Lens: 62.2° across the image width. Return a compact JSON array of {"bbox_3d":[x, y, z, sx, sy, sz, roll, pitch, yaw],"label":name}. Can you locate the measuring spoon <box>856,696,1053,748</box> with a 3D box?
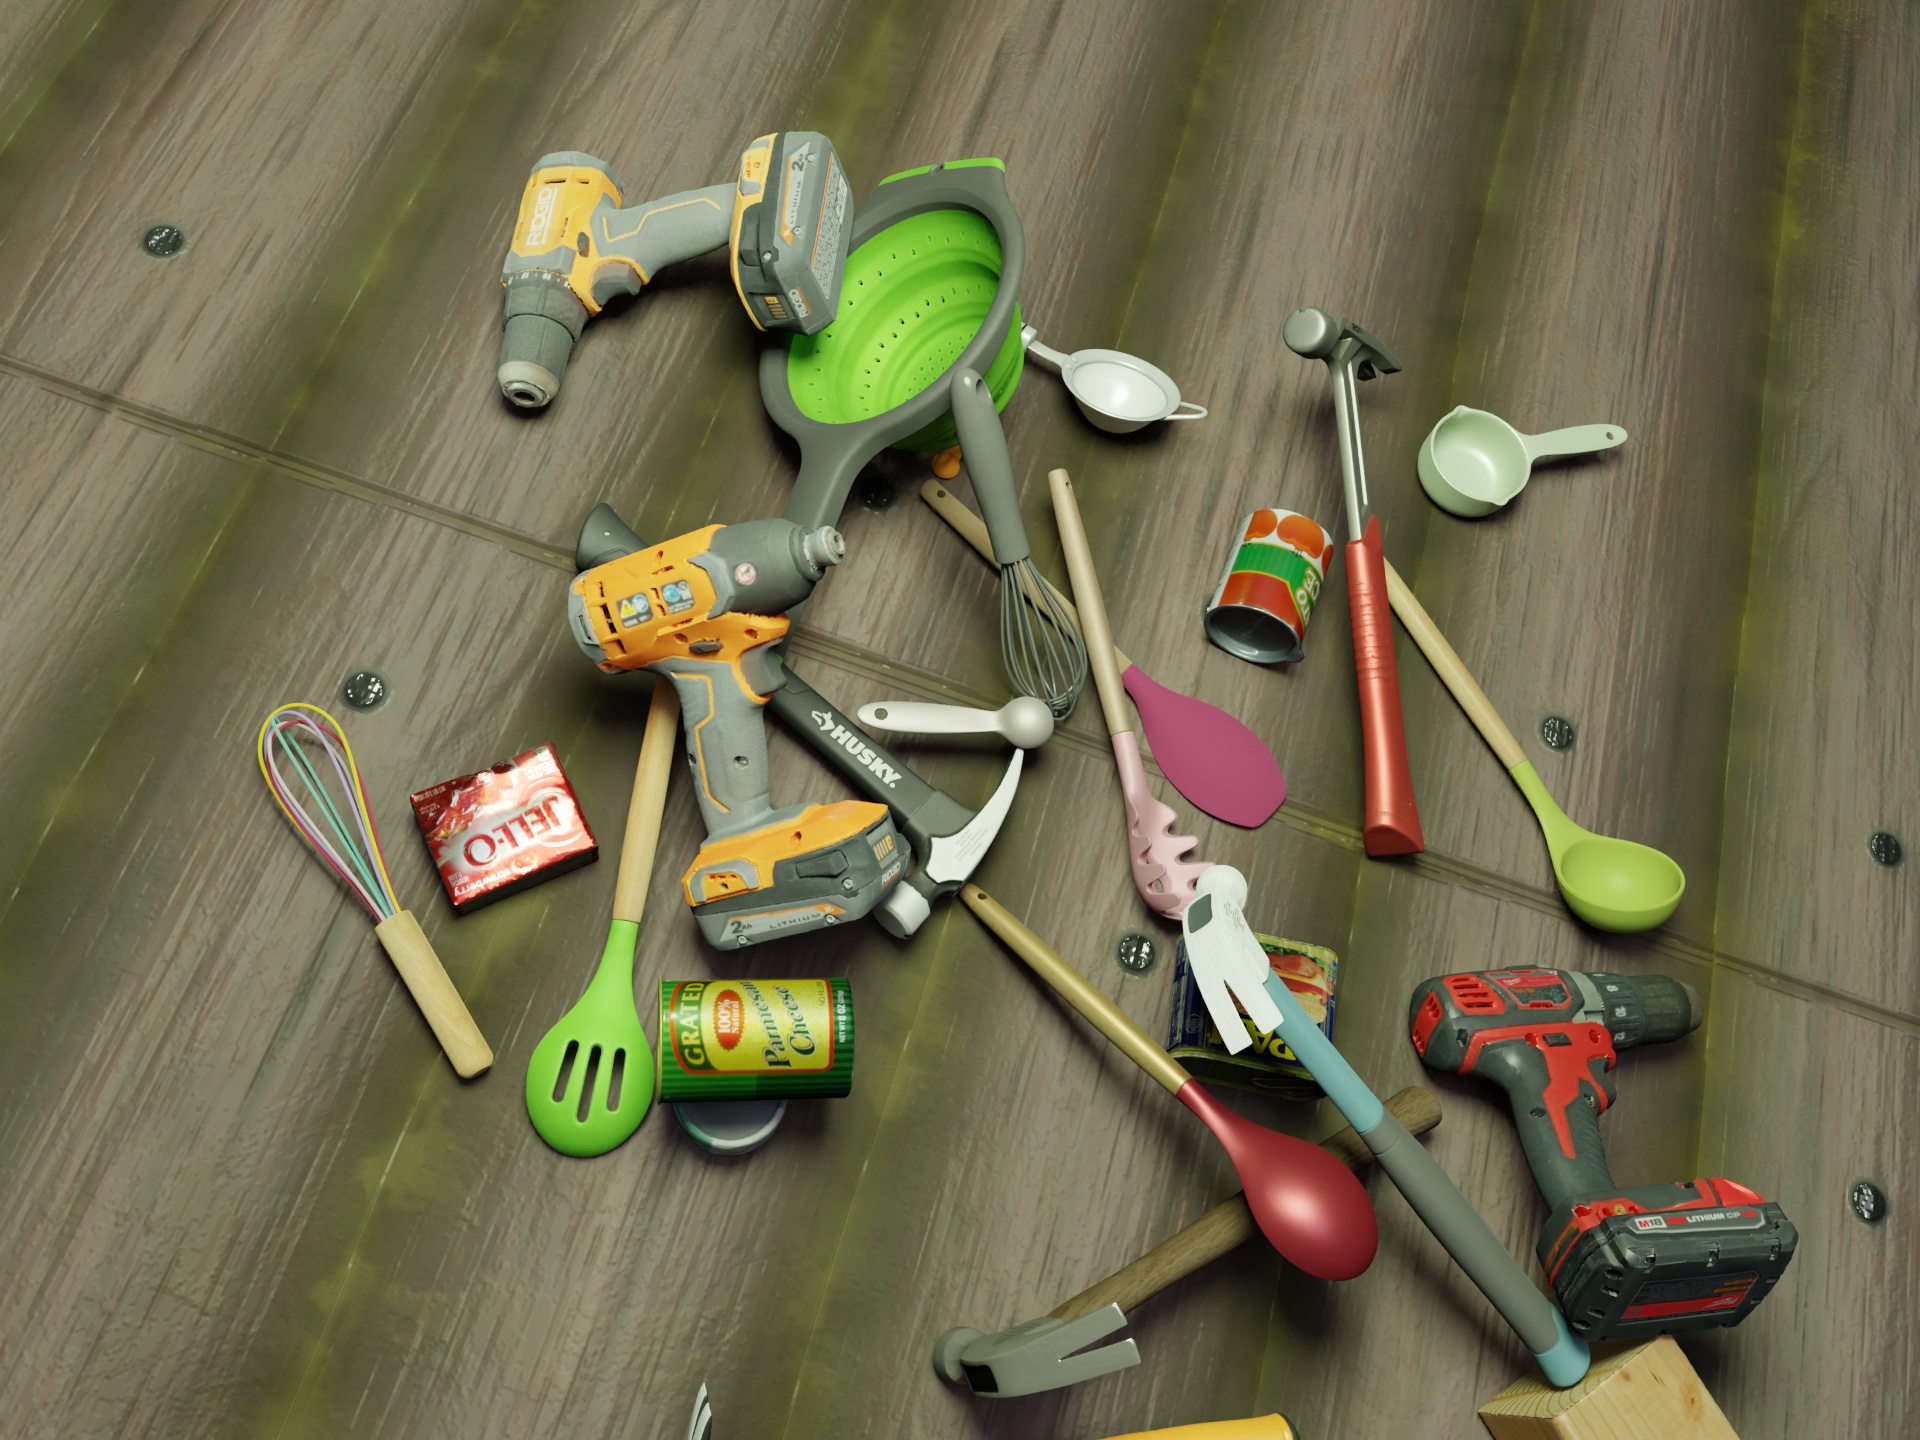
[{"bbox_3d":[-0.002,-0.003,0.979,0.124,0.018,0.034,3,64,-10],"label":"measuring spoon"}]

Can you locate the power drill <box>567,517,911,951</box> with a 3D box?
[{"bbox_3d":[-0.109,0.002,0.885,0.164,0.084,0.226,-16,98,24],"label":"power drill"}]

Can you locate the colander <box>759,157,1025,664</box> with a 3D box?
[{"bbox_3d":[-0.051,-0.172,1.023,0.204,0.094,0.397,5,68,38],"label":"colander"}]

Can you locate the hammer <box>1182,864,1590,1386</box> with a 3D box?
[{"bbox_3d":[0.235,0.229,0.878,0.033,0.128,0.331,-39,93,20],"label":"hammer"}]

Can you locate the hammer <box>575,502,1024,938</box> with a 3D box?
[{"bbox_3d":[-0.110,-0.023,0.995,0.335,0.035,0.146,40,62,8],"label":"hammer"}]

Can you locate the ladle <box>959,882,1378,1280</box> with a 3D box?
[{"bbox_3d":[0.109,0.192,0.905,0.069,0.031,0.316,-28,54,-35],"label":"ladle"}]

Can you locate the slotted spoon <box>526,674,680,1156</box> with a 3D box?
[{"bbox_3d":[-0.191,0.091,0.920,0.070,0.031,0.314,10,72,-8],"label":"slotted spoon"}]

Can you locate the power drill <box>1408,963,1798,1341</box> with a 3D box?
[{"bbox_3d":[0.388,0.234,0.932,0.188,0.080,0.227,-1,39,-12],"label":"power drill"}]

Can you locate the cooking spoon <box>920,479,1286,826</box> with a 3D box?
[{"bbox_3d":[0.090,-0.050,1.056,0.319,0.017,0.069,43,68,7],"label":"cooking spoon"}]

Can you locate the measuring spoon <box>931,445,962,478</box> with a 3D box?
[{"bbox_3d":[0.012,-0.215,1.111,0.021,0.011,0.117,29,65,1],"label":"measuring spoon"}]

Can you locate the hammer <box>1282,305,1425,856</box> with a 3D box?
[{"bbox_3d":[0.275,-0.089,1.064,0.149,0.037,0.359,7,76,-55],"label":"hammer"}]

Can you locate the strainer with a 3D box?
[{"bbox_3d":[0.052,-0.263,1.119,0.258,0.050,0.087,32,44,5],"label":"strainer"}]

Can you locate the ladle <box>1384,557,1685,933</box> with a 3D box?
[{"bbox_3d":[0.367,0.003,1.069,0.078,0.062,0.320,-22,71,-26],"label":"ladle"}]

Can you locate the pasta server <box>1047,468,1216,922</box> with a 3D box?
[{"bbox_3d":[0.104,-0.019,1.021,0.060,0.040,0.316,5,67,-50],"label":"pasta server"}]

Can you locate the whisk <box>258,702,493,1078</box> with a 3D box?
[{"bbox_3d":[-0.331,0.093,0.905,0.047,0.051,0.245,-29,79,-26],"label":"whisk"}]

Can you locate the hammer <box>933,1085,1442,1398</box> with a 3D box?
[{"bbox_3d":[0.147,0.287,0.892,0.331,0.130,0.031,-21,83,-27],"label":"hammer"}]

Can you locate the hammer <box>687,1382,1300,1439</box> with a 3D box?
[{"bbox_3d":[0.022,0.398,0.839,0.336,0.034,0.127,-1,93,-15],"label":"hammer"}]

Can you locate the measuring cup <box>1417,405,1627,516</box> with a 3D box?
[{"bbox_3d":[0.411,-0.192,1.166,0.167,0.038,0.083,-11,71,-17],"label":"measuring cup"}]

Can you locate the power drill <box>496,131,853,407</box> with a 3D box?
[{"bbox_3d":[-0.195,-0.292,1.036,0.226,0.084,0.185,0,66,15],"label":"power drill"}]

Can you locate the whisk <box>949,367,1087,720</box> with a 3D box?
[{"bbox_3d":[0.034,-0.105,0.982,0.055,0.055,0.238,-28,119,-20],"label":"whisk"}]
